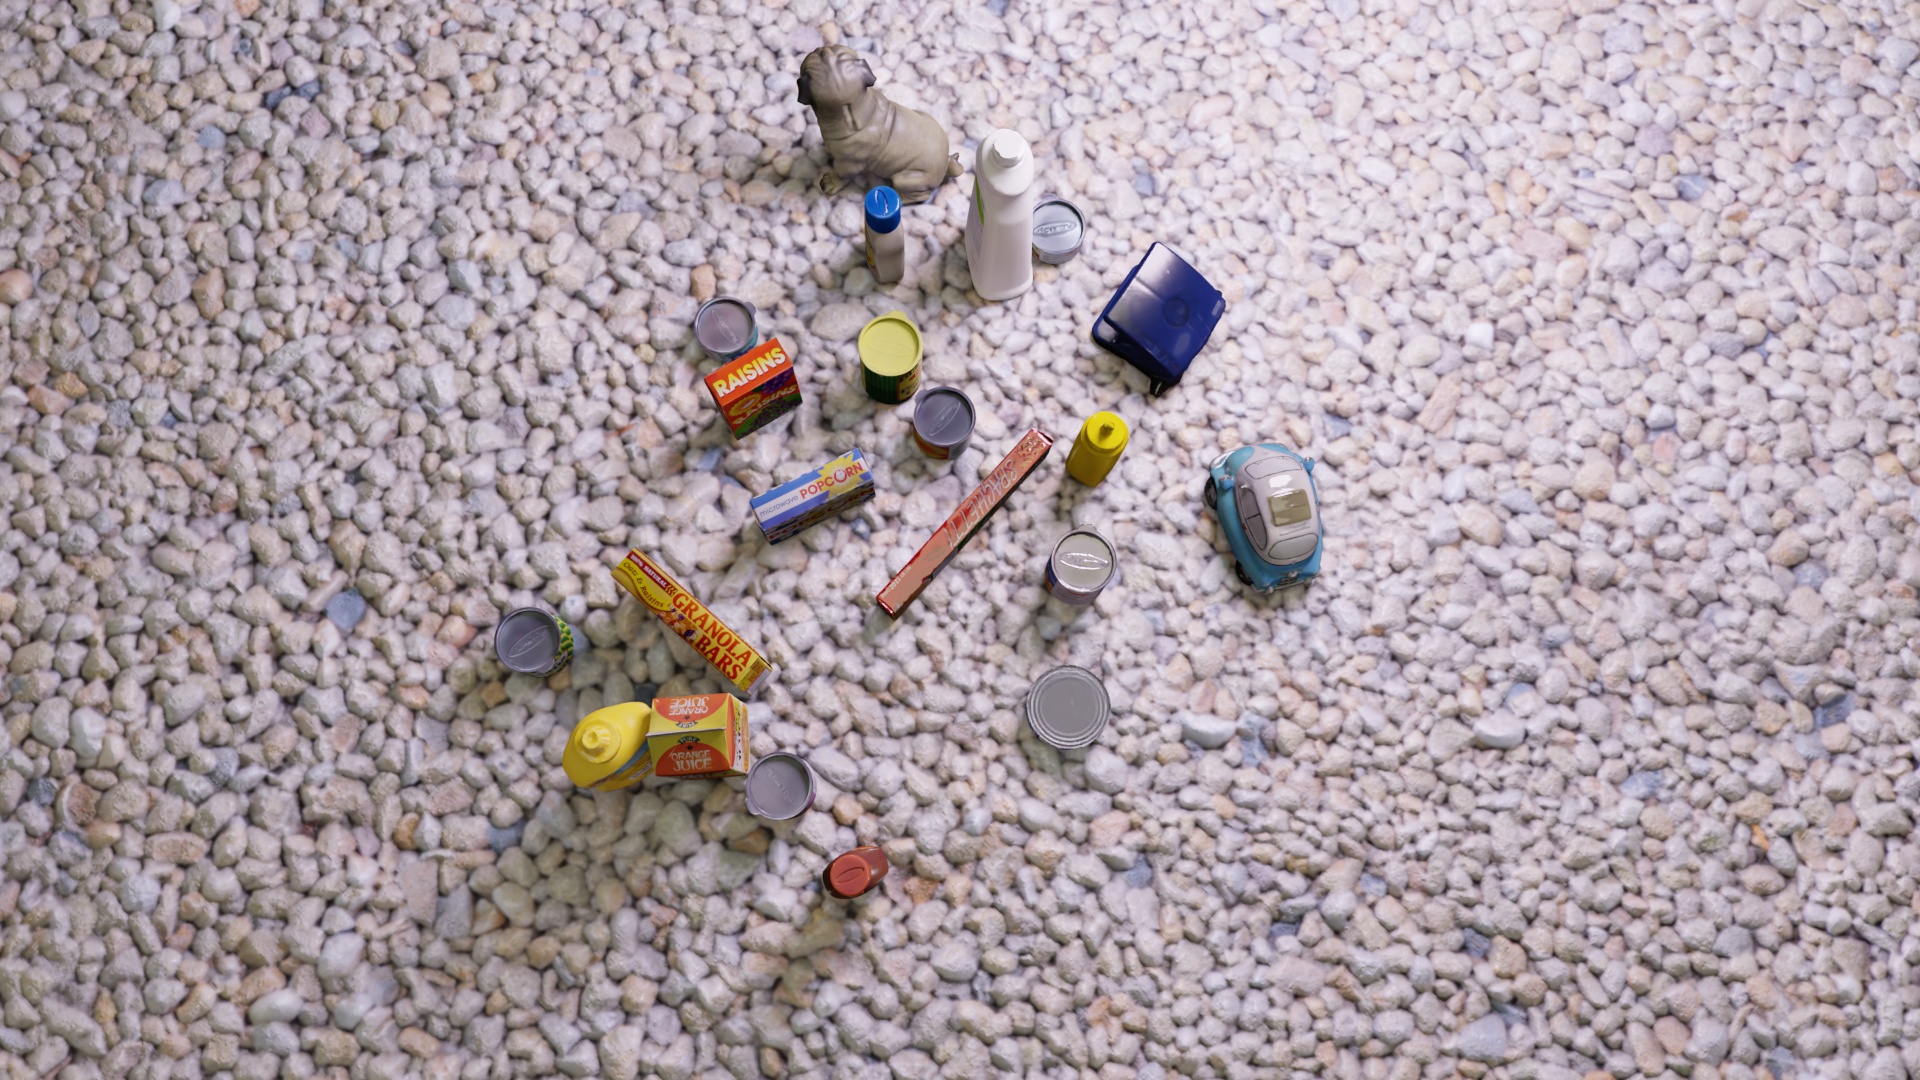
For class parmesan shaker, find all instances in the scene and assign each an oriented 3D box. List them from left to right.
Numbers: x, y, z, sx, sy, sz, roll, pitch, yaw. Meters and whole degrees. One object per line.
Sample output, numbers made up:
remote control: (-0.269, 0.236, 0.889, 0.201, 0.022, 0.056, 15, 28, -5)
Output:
parmesan shaker: (-0.072, -0.191, 1.459, 0.071, 0.103, 0.071, 0, 78, -2)

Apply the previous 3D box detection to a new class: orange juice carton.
orange juice carton: (-0.248, 0.188, 1.327, 0.072, 0.192, 0.073, -4, 79, -2)

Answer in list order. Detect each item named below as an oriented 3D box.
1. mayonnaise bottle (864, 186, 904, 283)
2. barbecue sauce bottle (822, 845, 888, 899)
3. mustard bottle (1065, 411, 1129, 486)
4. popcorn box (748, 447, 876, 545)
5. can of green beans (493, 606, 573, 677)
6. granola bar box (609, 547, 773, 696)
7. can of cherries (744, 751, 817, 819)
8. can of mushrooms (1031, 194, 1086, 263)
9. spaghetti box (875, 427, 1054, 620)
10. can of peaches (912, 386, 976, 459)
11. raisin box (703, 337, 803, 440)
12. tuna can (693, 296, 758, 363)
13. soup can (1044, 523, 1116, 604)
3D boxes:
mayonnaise bottle: (-0.081, -0.325, 1.464, 0.041, 0.148, 0.065, -14, 79, -4)
barbecue sauce bottle: (-0.102, 0.318, 1.326, 0.065, 0.148, 0.044, -22, 80, -6)
mustard bottle: (0.143, -0.100, 1.417, 0.049, 0.160, 0.065, 34, 80, 5)
popcorn box: (-0.151, -0.044, 1.434, 0.127, 0.085, 0.038, -26, 80, -7)
can of green beans: (-0.431, 0.104, 1.408, 0.071, 0.057, 0.071, 0, 78, -2)
granola bar box: (-0.264, 0.083, 1.384, 0.165, 0.124, 0.039, 40, 80, 6)
can of cherries: (-0.180, 0.246, 1.385, 0.071, 0.058, 0.071, 0, 78, -2)
can of mushrooms: (0.104, -0.343, 1.532, 0.071, 0.033, 0.071, 0, 78, -2)
spaghetti box: (0.005, -0.018, 1.451, 0.029, 0.050, 0.250, 41, 80, 6)
can of peaches: (-0.019, -0.125, 1.469, 0.071, 0.058, 0.071, 0, 78, -2)
raisin box: (-0.212, -0.156, 1.437, 0.086, 0.123, 0.040, -31, 81, -7)
tuna can: (-0.250, -0.228, 1.497, 0.071, 0.032, 0.071, 0, 78, -2)
soup can: (0.123, 0.026, 1.429, 0.071, 0.083, 0.071, 0, 78, -2)
